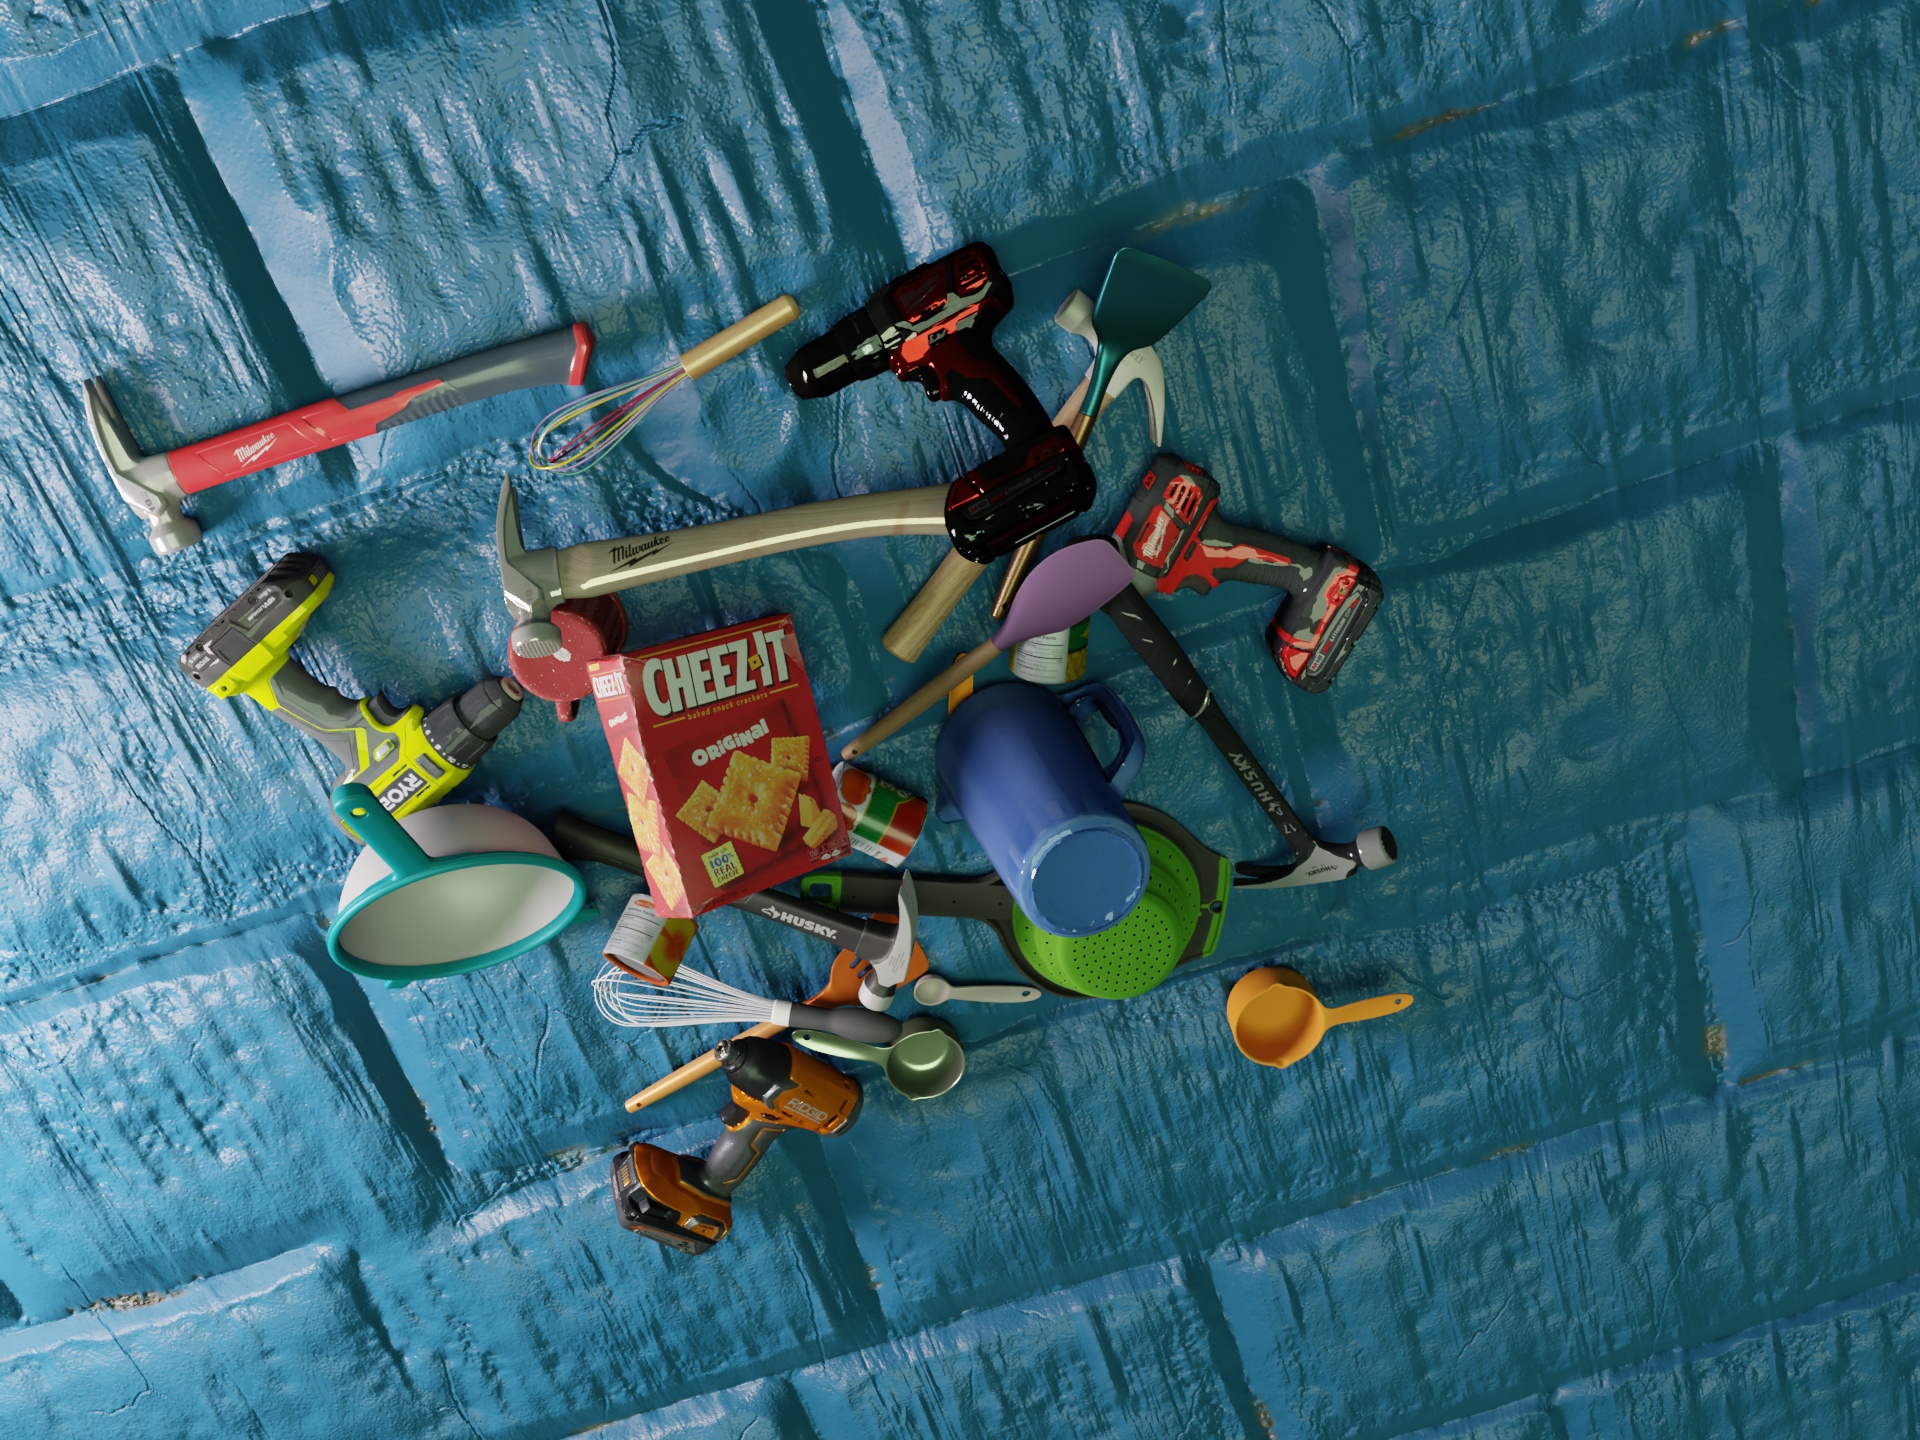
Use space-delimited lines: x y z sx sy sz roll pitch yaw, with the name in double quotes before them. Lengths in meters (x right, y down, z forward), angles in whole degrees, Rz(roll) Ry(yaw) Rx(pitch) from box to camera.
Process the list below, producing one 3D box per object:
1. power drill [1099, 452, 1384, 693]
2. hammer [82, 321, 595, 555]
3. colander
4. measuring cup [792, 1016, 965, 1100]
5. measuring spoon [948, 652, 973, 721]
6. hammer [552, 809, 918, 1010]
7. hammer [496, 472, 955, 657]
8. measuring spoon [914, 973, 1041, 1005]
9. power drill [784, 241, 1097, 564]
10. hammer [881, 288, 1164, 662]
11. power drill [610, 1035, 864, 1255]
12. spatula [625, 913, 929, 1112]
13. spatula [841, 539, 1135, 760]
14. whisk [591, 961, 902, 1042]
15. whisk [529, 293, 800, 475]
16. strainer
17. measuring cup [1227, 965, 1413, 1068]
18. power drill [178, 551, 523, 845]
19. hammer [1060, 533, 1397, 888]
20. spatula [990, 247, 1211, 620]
"power drill" 0.227 -0.116 1.333 0.219 0.079 0.143 25 108 -11
"hammer" -0.475 -0.252 1.234 0.386 0.038 0.143 -17 111 2
"colander" 0.056 0.178 1.423 0.397 0.095 0.204 4 111 -8
"measuring cup" -0.077 0.305 1.497 0.167 0.038 0.083 15 111 -11
"measuring spoon" -0.002 -0.004 1.394 0.021 0.011 0.117 0 109 -12
"hammer" -0.197 0.147 1.395 0.334 0.035 0.146 20 125 -3
"hammer" -0.156 -0.156 1.258 0.410 0.038 0.146 -11 73 -6
"measuring spoon" 0.016 0.253 1.501 0.124 0.018 0.034 4 124 -14
"power drill" -0.015 -0.235 1.219 0.188 0.080 0.227 -27 79 6
"hammer" 0.046 -0.181 1.312 0.130 0.031 0.331 33 106 -16
"power drill" -0.221 0.385 1.479 0.226 0.084 0.164 -43 128 11
"spatula" -0.181 0.285 1.491 0.322 0.041 0.081 -31 110 12
"spatula" 0.011 -0.052 1.322 0.316 0.018 0.059 -36 108 29
"whisk" -0.193 0.259 1.438 0.284 0.070 0.070 8 112 1
"whisk" -0.233 -0.262 1.249 0.245 0.047 0.051 -30 111 4
"strainer" -0.435 0.102 1.290 0.211 0.095 0.340 -19 152 -6
"measuring cup" 0.339 0.270 1.514 0.173 0.052 0.095 -11 113 -3
"power drill" -0.495 -0.025 1.306 0.190 0.080 0.228 -38 113 12
"hammer" 0.210 0.000 1.355 0.149 0.036 0.408 -23 119 34
"spatula" 0.092 -0.216 1.260 0.082 0.044 0.317 15 112 -21
